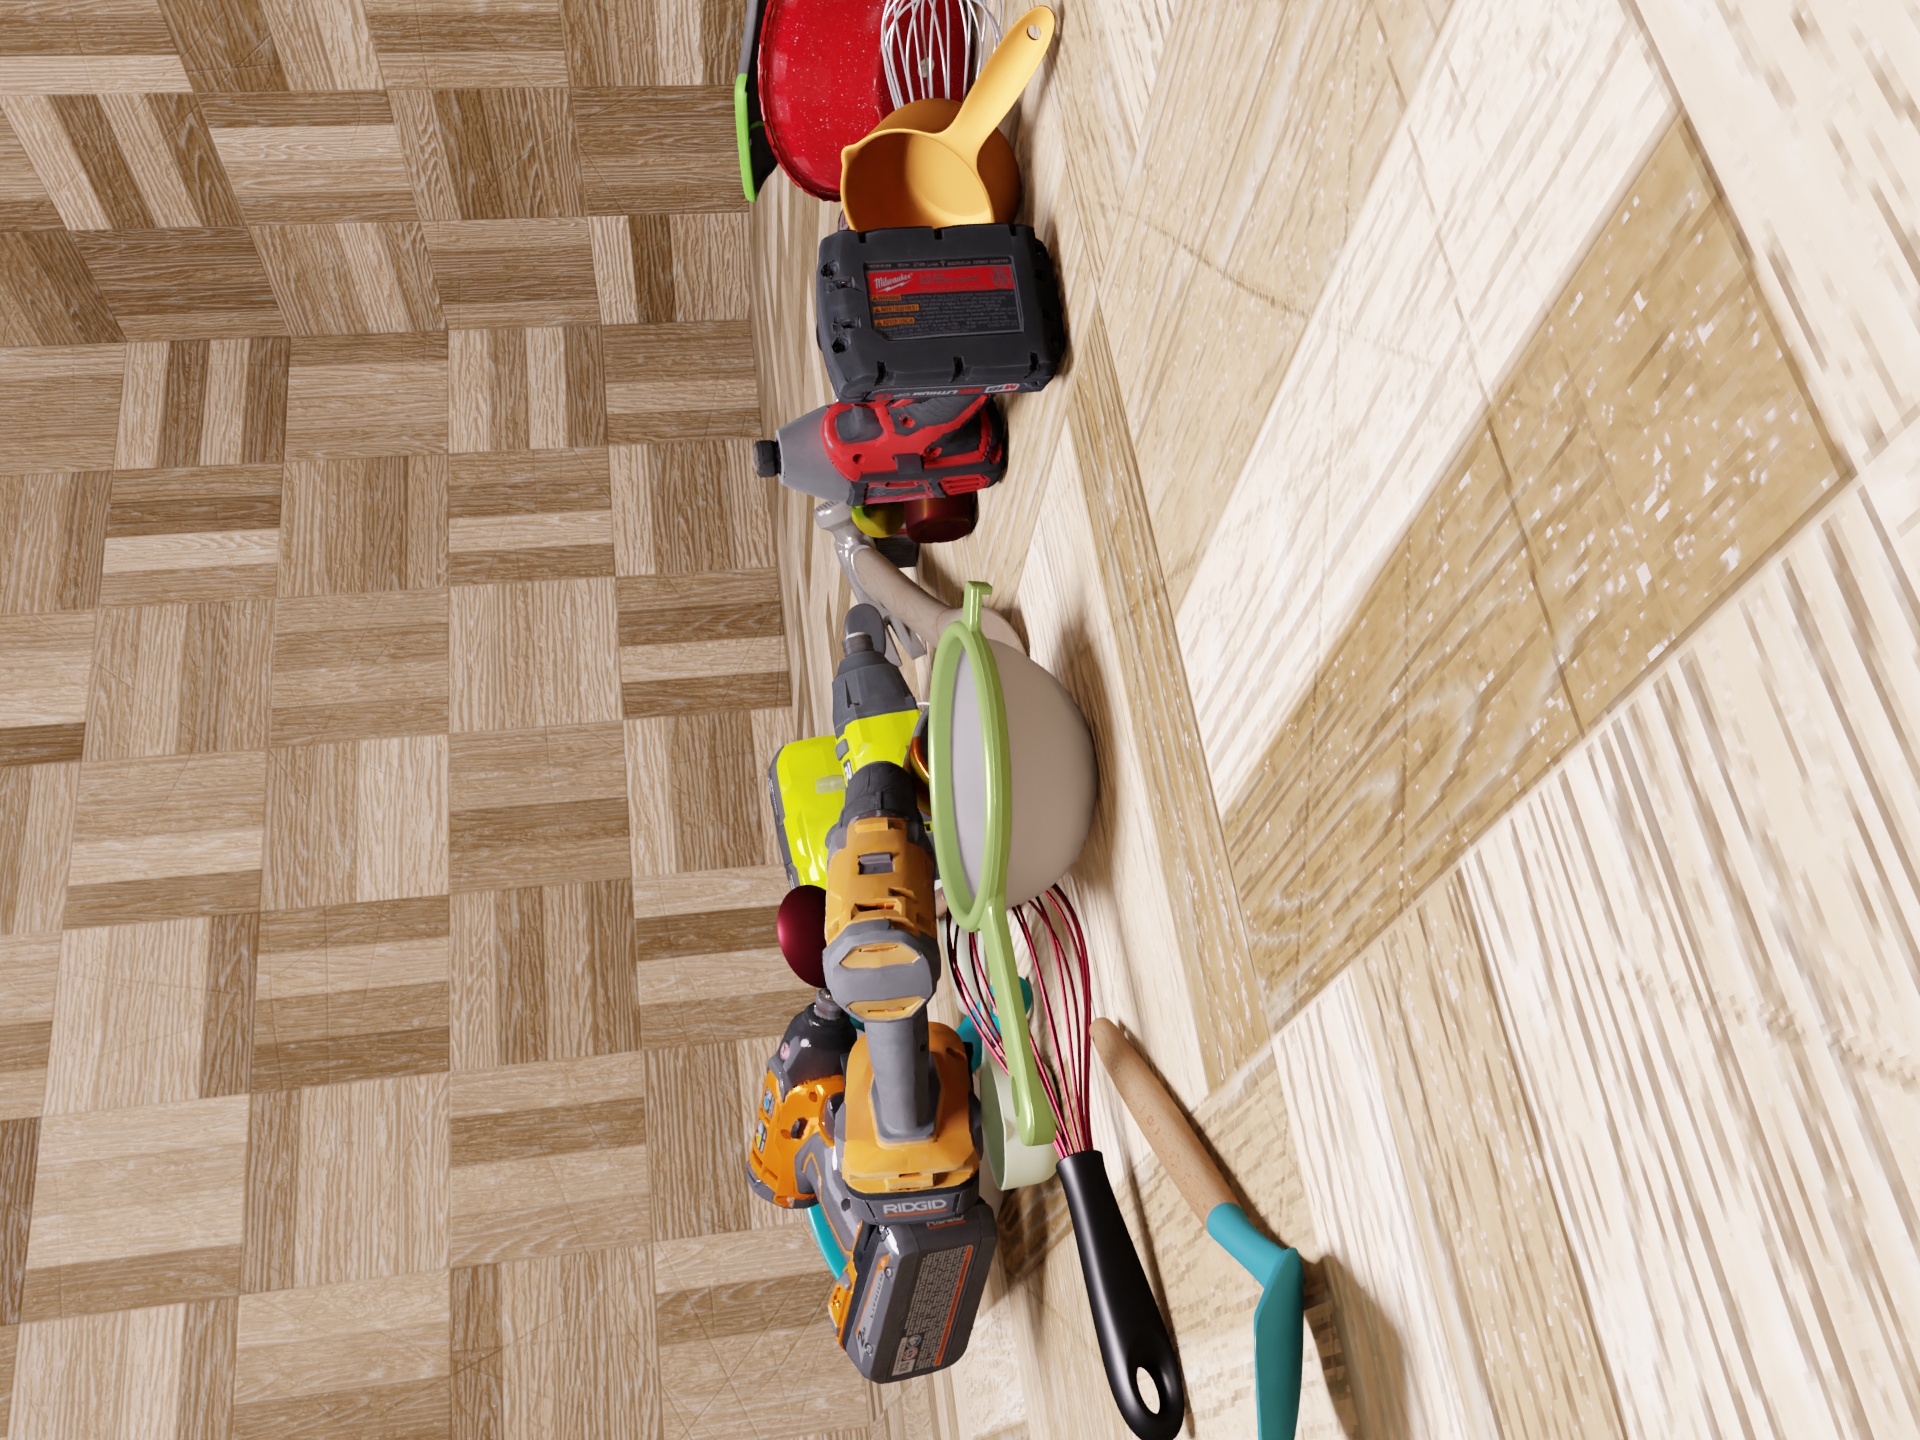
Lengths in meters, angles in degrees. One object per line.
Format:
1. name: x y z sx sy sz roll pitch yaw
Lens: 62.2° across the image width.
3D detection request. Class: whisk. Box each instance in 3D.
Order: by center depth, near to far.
1. whisk: 0.051 0.194 0.765 0.073 0.073 0.296 98 159 -53
2. whisk: -0.007 -0.289 0.899 0.284 0.070 0.070 88 172 -48
3. whisk: -0.013 0.096 1.158 0.057 0.059 0.247 30 -138 -55

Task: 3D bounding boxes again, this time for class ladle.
1. ladle: -0.057 0.205 1.176 0.315 0.031 0.069 58 -145 -54

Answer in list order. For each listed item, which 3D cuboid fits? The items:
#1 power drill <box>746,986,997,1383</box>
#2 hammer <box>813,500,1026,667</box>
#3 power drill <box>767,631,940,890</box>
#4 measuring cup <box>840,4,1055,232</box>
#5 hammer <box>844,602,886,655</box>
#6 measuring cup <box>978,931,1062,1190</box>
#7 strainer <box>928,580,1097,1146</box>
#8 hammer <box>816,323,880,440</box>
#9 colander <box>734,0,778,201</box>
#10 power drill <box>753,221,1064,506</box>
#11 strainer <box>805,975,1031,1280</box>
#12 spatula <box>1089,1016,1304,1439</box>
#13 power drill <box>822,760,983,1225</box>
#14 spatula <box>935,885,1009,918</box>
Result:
1. power drill: -0.066 0.290 1.031 0.227 0.084 0.164 42 125 51
2. hammer: -0.023 -0.067 1.088 0.146 0.038 0.411 65 172 -18
3. power drill: -0.073 0.047 1.126 0.223 0.080 0.171 136 122 -66
4. measuring cup: 0.008 -0.294 0.792 0.173 0.095 0.052 -44 12 49
5. hammer: -0.068 0.010 1.324 0.408 0.036 0.149 90 173 -66
6. measuring cup: 0.033 0.188 0.934 0.083 0.038 0.168 133 134 -78
7. strainer: 0.037 0.070 0.745 0.151 0.069 0.257 105 158 -56
8. hammer: -0.077 -0.249 1.086 0.335 0.035 0.146 -114 33 -71
9. colander: -0.054 -0.514 1.023 0.204 0.094 0.397 101 180 -70
10. power drill: -0.033 -0.173 0.840 0.219 0.143 0.078 132 131 -74
11. strainer: -0.005 0.269 1.093 0.340 0.095 0.211 -57 48 40
12. spatula: 0.082 0.178 0.605 0.318 0.044 0.082 -129 32 -76
13. power drill: -0.038 0.150 0.911 0.186 0.084 0.226 -96 0 -58
14. spatula: -0.014 0.126 1.083 0.316 0.018 0.060 137 132 -63
